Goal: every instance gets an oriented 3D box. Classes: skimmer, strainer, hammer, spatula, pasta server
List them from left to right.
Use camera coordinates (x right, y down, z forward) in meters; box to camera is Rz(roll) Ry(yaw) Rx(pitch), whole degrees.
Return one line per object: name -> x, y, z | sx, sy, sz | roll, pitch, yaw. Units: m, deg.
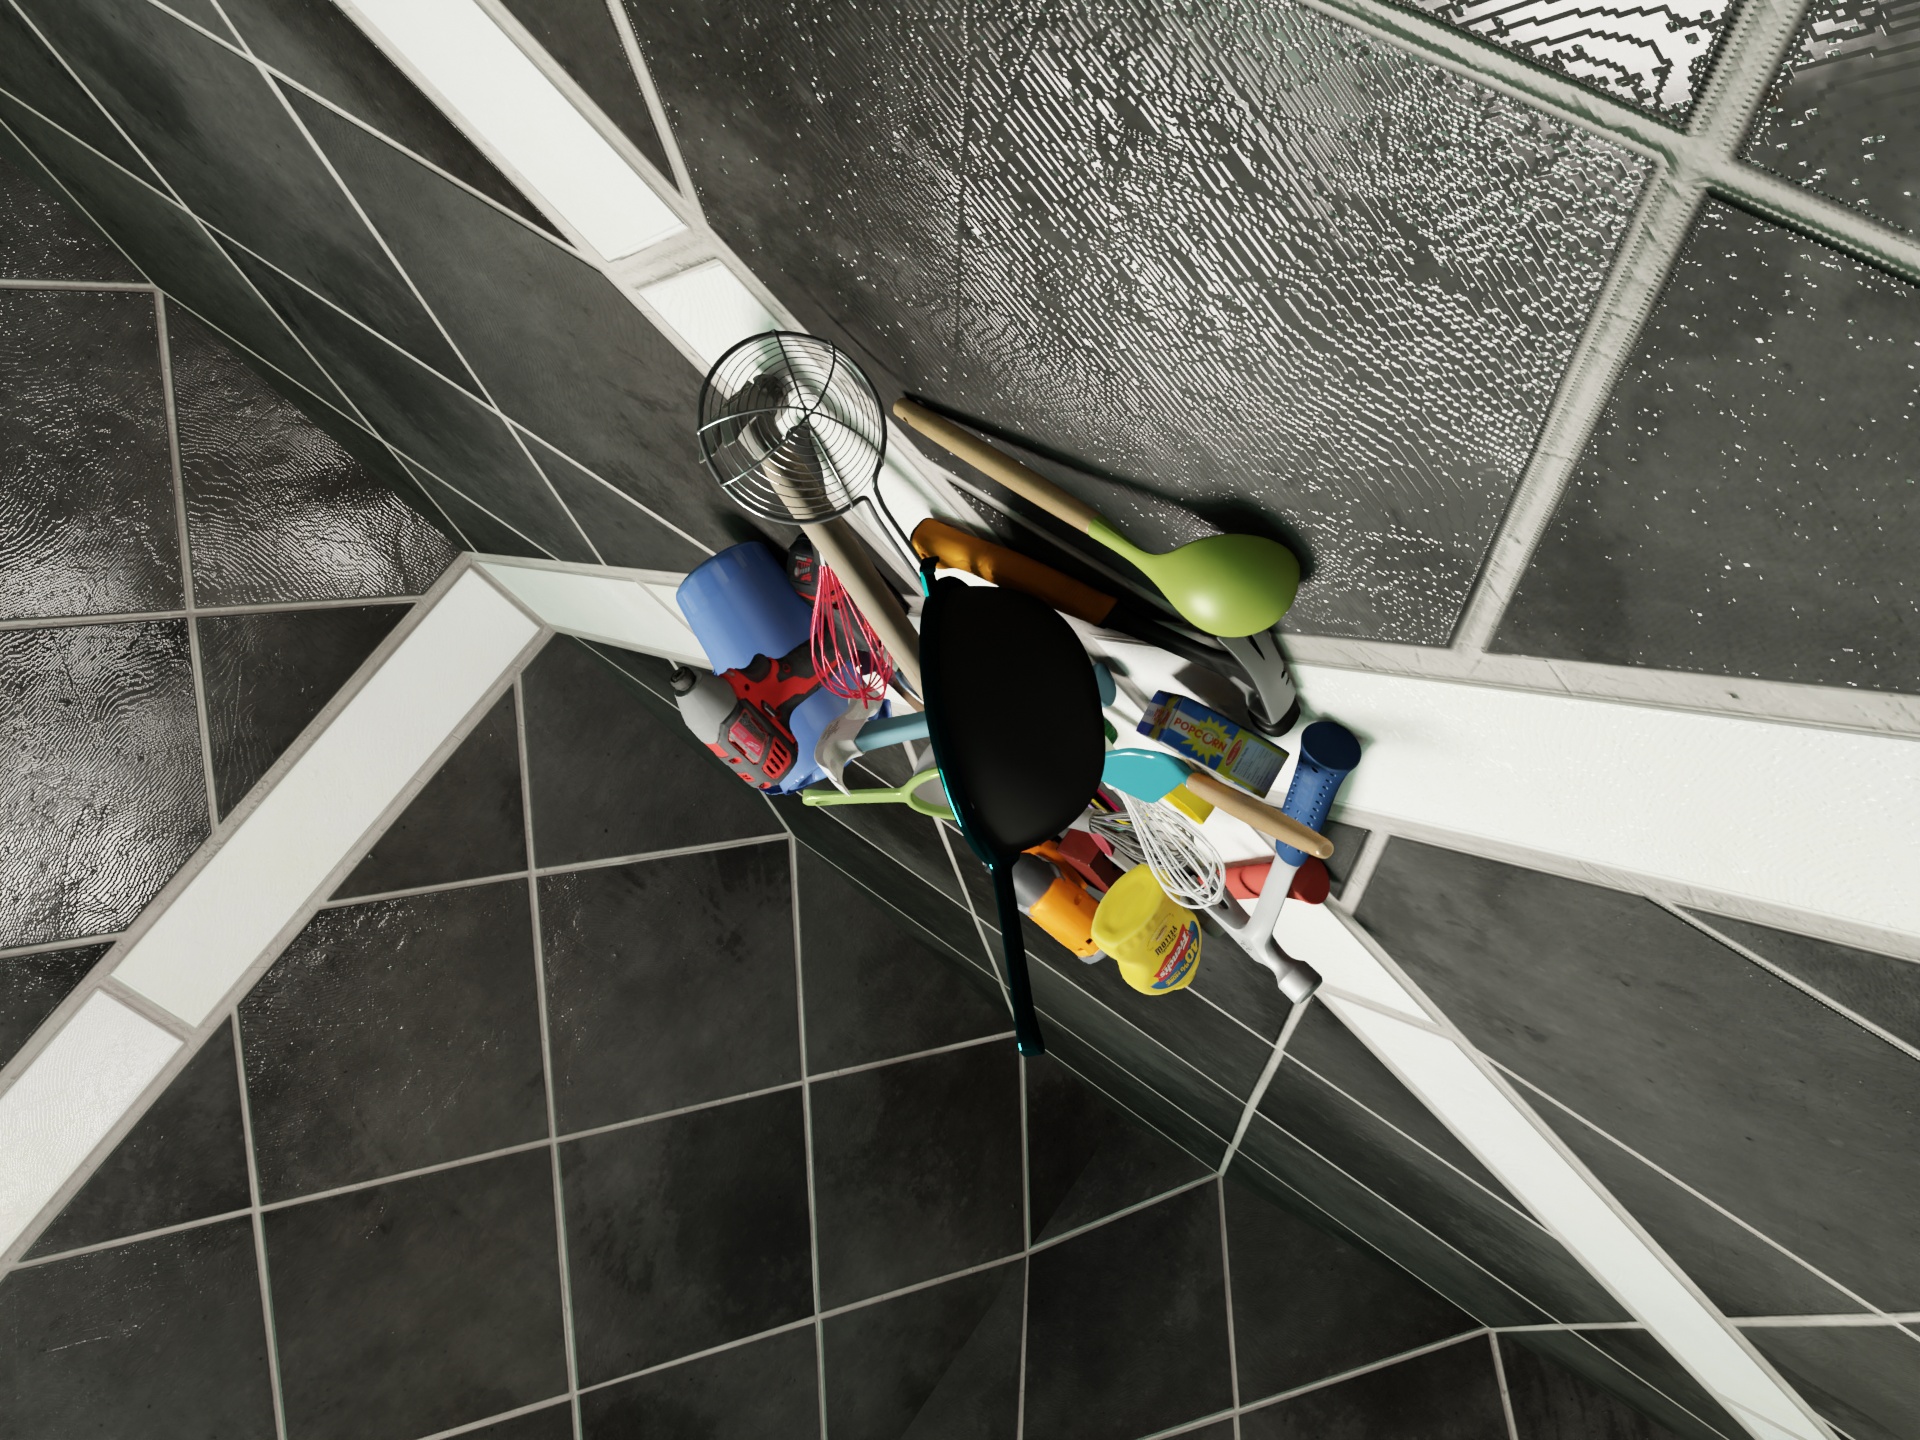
skimmer -> -0.060, -0.130, 1.144 | 0.090, 0.127, 0.362 | 23, 163, 33
hammer -> -0.055, -0.070, 1.208 | 0.410, 0.038, 0.146 | 55, -160, -18
pasta server -> -0.053, -0.019, 1.594 | 0.316, 0.040, 0.060 | 42, 152, 36
strainer -> -0.036, 0.051, 1.642 | 0.256, 0.069, 0.151 | -3, 157, 7
hammer -> -0.002, -0.004, 1.360 | 0.331, 0.128, 0.033 | -12, 126, 42
strainer -> 0.058, 0.054, 1.097 | 0.095, 0.341, 0.210 | -13, 164, 16
hammer -> 0.085, -0.087, 1.136 | 0.337, 0.034, 0.127 | 27, 164, 38
spatula -> 0.177, 0.061, 1.140 | 0.082, 0.044, 0.318 | 28, -179, -20
hammer -> 0.248, 0.149, 1.501 | 0.149, 0.037, 0.359 | 38, 167, -3
hammer -> 0.251, 0.105, 1.247 | 0.144, 0.035, 0.405 | 44, 162, 21

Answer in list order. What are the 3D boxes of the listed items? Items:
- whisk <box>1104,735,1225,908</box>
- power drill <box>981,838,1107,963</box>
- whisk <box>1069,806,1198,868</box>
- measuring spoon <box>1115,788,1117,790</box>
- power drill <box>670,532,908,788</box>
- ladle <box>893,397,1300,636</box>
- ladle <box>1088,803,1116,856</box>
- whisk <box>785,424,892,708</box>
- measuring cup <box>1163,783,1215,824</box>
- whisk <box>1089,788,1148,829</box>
whisk -> 0.139, 0.055, 1.331 | 0.059, 0.057, 0.246 | -7, -124, -54
power drill -> 0.089, 0.179, 1.794 | 0.164, 0.084, 0.226 | 40, -177, -11
whisk -> 0.120, 0.092, 1.450 | 0.239, 0.055, 0.055 | 12, 152, 45
measuring spoon -> 0.117, 0.033, 1.468 | 0.124, 0.018, 0.034 | 39, 180, 16
power drill -> -0.161, -0.060, 1.451 | 0.079, 0.220, 0.143 | 19, 158, 52
ladle -> 0.074, -0.142, 0.995 | 0.320, 0.062, 0.078 | 37, 170, 33
ladle -> 0.073, 0.057, 1.536 | 0.315, 0.031, 0.069 | 38, -173, -47
whisk -> -0.109, -0.123, 1.344 | 0.073, 0.073, 0.295 | 28, 145, 34
measuring cup -> 0.176, 0.049, 1.399 | 0.062, 0.029, 0.157 | 41, 178, -23
whisk -> 0.077, 0.023, 1.510 | 0.245, 0.051, 0.047 | 38, 172, 10
